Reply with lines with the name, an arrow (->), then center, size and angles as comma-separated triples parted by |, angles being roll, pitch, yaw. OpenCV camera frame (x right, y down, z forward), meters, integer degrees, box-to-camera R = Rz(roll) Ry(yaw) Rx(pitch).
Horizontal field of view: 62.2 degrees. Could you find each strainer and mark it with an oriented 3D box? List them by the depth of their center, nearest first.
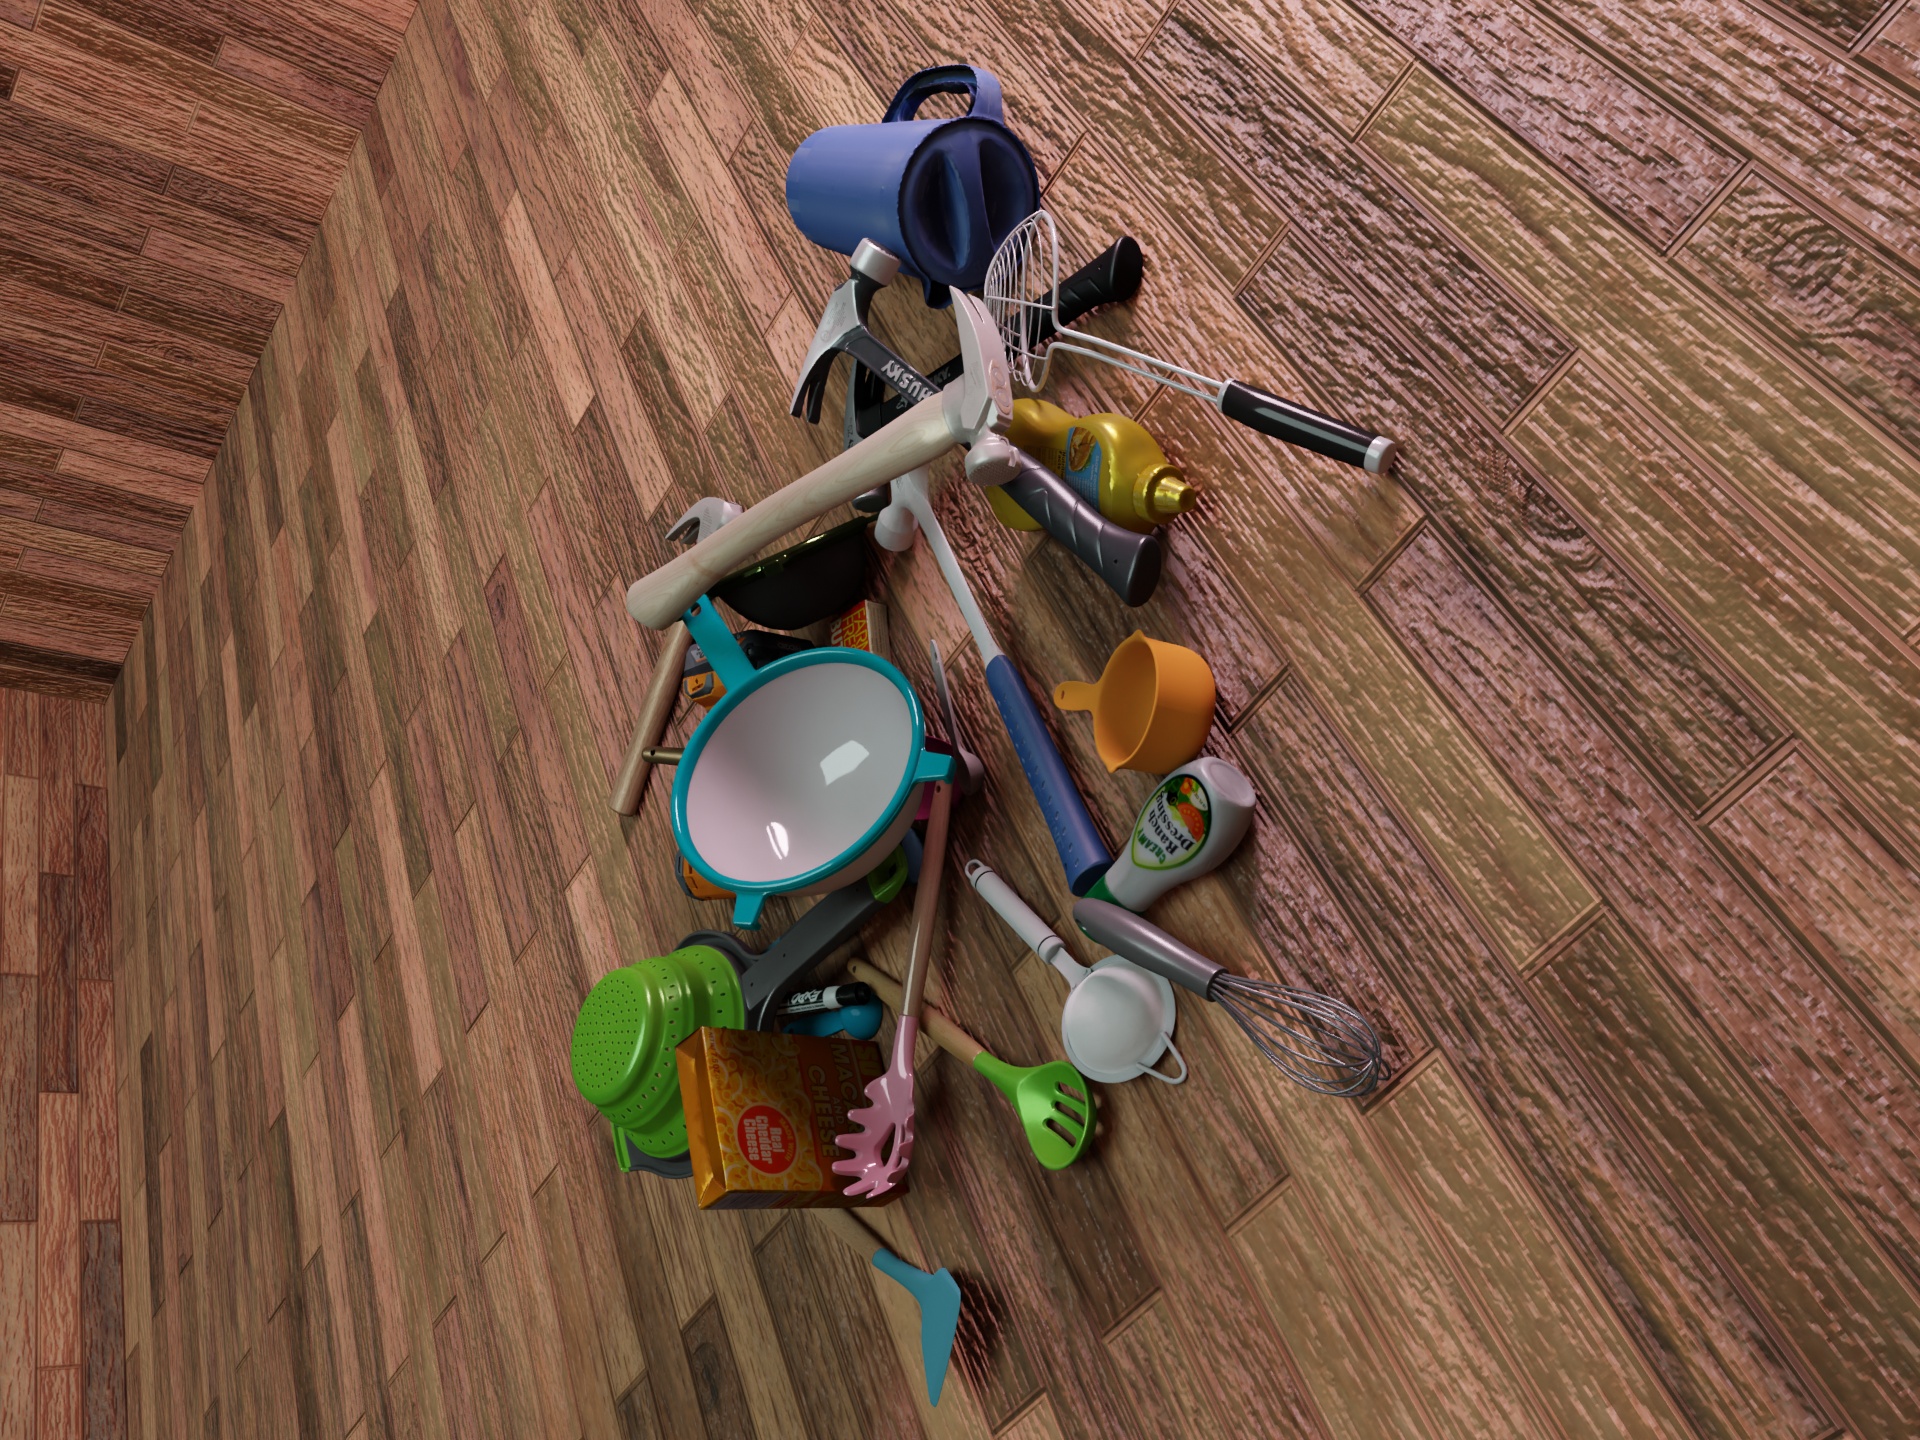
strainer -> 0.065, 0.163, 1.094 | 0.087, 0.050, 0.259 | -52, 39, 4
strainer -> -0.136, 0.018, 1.253 | 0.211, 0.095, 0.341 | -38, 48, -1
strainer -> -0.172, -0.105, 1.397 | 0.256, 0.151, 0.069 | -18, 101, 46

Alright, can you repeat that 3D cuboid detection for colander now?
colander -> -0.198, 0.214, 1.266 | 0.397, 0.094, 0.205 | -43, 45, 25

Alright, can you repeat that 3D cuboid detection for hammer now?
hammer -> 0.006, -0.202, 1.151 | 0.409, 0.036, 0.149 | 46, 112, 37
hammer -> 0.024, -0.052, 1.182 | 0.144, 0.035, 0.406 | 111, 144, -48
hammer -> -0.123, -0.175, 1.216 | 0.410, 0.038, 0.146 | -24, 66, 37
hammer -> 0.017, -0.297, 1.288 | 0.335, 0.035, 0.146 | -24, 62, 44
hammer -> -0.134, 0.186, 1.326 | 0.331, 0.033, 0.128 | -39, 53, 36
hammer -> -0.287, -0.063, 1.579 | 0.130, 0.031, 0.331 | 31, 103, 49

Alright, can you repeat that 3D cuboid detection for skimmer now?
skimmer -> 0.149, -0.248, 1.087 | 0.364, 0.090, 0.127 | 30, 130, 33

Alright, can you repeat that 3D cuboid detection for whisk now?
whisk -> 0.156, 0.160, 0.961 | 0.239, 0.055, 0.055 | 25, 99, 43

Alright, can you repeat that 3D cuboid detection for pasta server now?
pasta server -> -0.038, 0.190, 1.176 | 0.060, 0.040, 0.316 | -4, 70, 38

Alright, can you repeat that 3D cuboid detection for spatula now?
spatula -> -0.083, 0.391, 1.197 | 0.318, 0.044, 0.082 | 21, 101, 51

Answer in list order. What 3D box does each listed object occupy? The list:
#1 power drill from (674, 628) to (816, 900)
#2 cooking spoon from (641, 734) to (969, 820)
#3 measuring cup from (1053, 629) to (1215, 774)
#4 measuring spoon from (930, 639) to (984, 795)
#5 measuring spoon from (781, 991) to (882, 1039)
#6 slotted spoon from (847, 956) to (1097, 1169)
power drill -> -0.178, 0.041, 1.386 | 0.164, 0.084, 0.226 | -10, 75, 46
cooking spoon -> -0.133, 0.038, 1.301 | 0.319, 0.017, 0.069 | 4, 79, 28
measuring cup -> 0.116, -0.010, 1.083 | 0.174, 0.052, 0.095 | -170, 91, -72
measuring spoon -> -0.002, -0.004, 1.216 | 0.034, 0.018, 0.124 | 139, 118, -70
measuring spoon -> -0.112, 0.245, 1.289 | 0.128, 0.021, 0.042 | -24, 61, 42
slotted spoon -> 0.002, 0.235, 1.157 | 0.314, 0.031, 0.070 | 24, 98, 52
